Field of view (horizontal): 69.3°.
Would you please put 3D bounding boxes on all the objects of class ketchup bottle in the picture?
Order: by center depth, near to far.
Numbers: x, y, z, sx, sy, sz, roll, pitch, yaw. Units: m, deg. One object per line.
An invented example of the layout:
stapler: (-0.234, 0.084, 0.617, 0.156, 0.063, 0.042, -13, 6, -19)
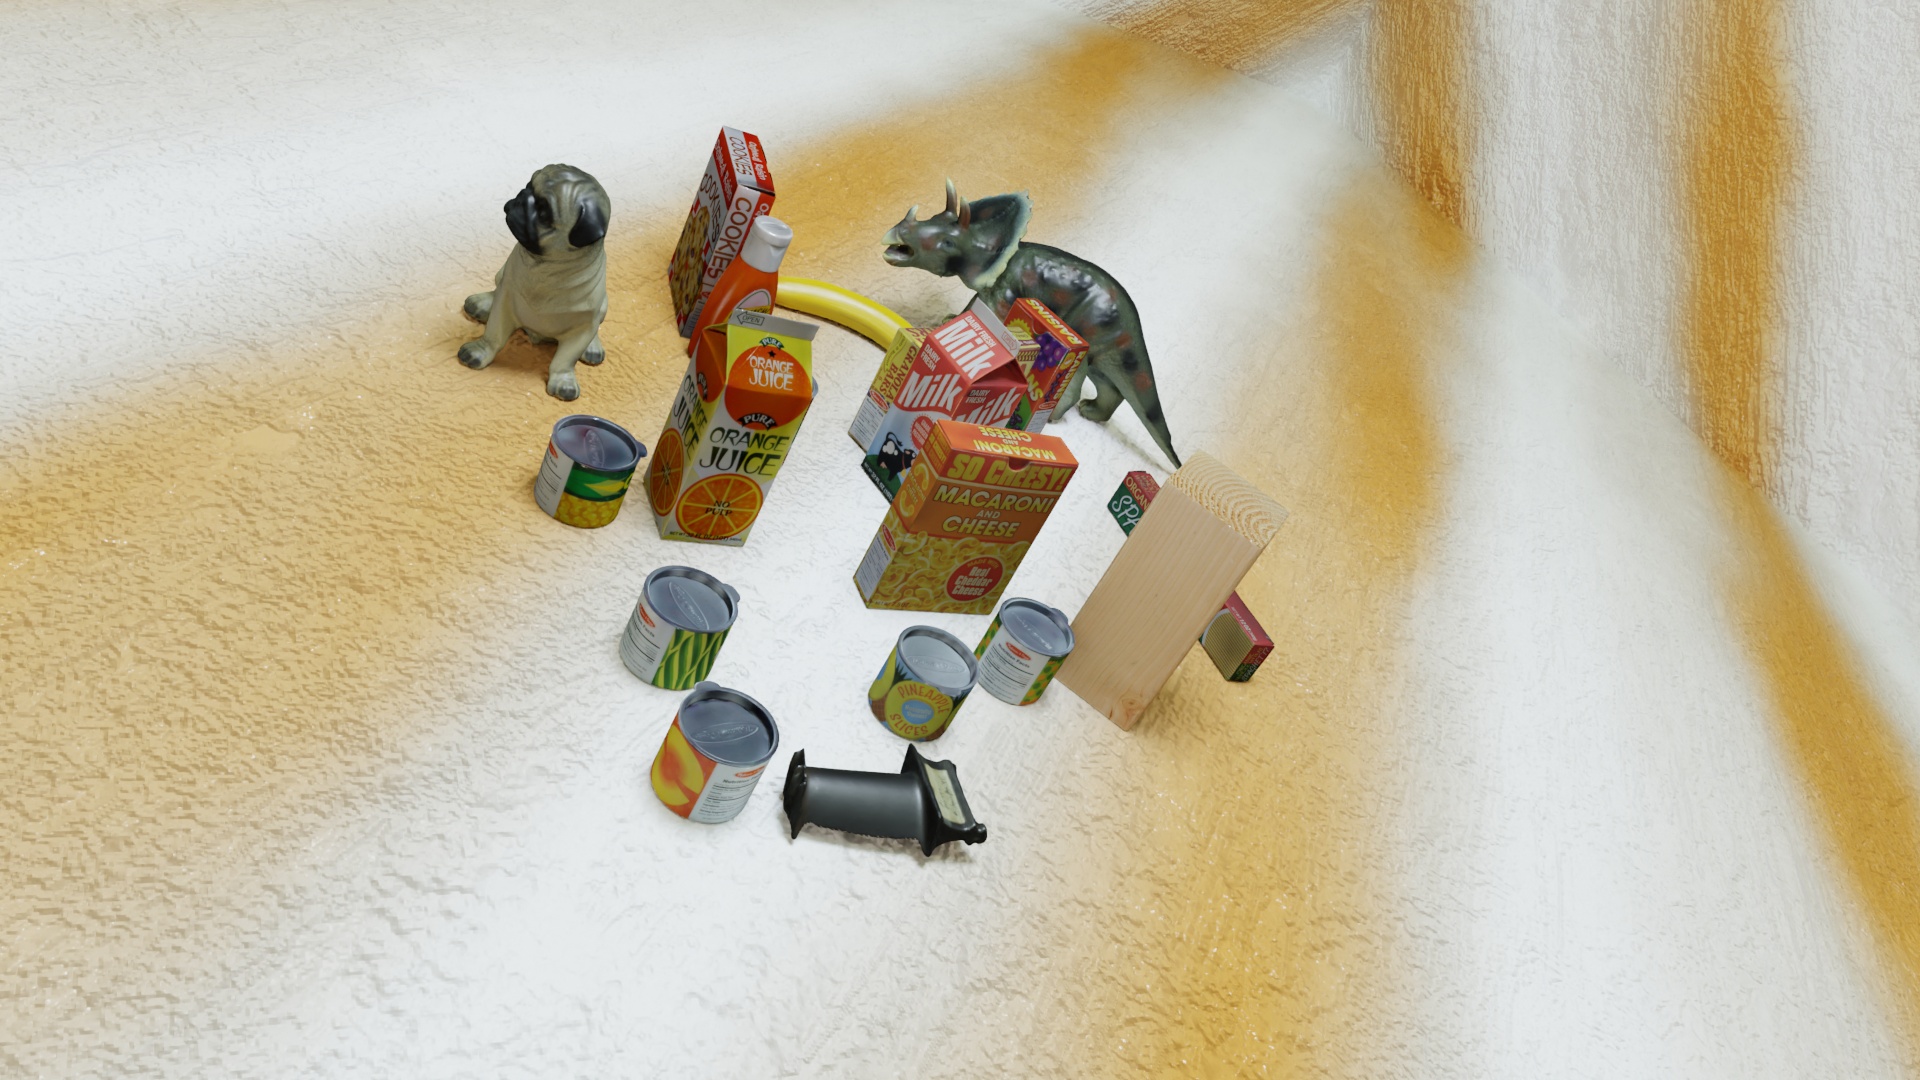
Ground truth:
ketchup bottle: (-0.196, -0.224, 1.265, 0.065, 0.148, 0.044, -4, 45, -42)

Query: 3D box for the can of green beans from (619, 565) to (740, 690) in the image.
can of green beans: (-0.193, 0.060, 0.951, 0.071, 0.057, 0.071, 21, 32, -14)

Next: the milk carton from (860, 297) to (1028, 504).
milk carton: (-0.007, -0.117, 1.226, 0.073, 0.189, 0.072, -5, 45, -43)

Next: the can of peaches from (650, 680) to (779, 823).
can of peaches: (-0.156, 0.134, 0.876, 0.071, 0.057, 0.071, 21, 32, -14)

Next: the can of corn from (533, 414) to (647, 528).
can of corn: (-0.278, -0.051, 1.041, 0.071, 0.058, 0.071, 21, 32, -14)

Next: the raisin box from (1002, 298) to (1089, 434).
raisin box: (0.068, -0.176, 1.434, 0.040, 0.122, 0.086, -12, 50, -48)

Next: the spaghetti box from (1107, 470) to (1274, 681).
spaghetti box: (0.215, 0.028, 1.332, 0.029, 0.050, 0.251, 5, 39, -34)

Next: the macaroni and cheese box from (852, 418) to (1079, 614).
macaroni and cheese box: (0.004, -0.014, 1.112, 0.124, 0.165, 0.040, 5, 39, -34)

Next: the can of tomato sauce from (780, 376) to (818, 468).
can of tomato sauce: (-0.169, -0.107, 1.185, 0.071, 0.082, 0.071, 21, 32, -14)

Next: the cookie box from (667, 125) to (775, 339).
cookie box: (-0.228, -0.289, 1.315, 0.040, 0.166, 0.123, 12, 36, -27)

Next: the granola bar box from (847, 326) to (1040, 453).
granola bar box: (-0.013, -0.143, 1.321, 0.166, 0.123, 0.039, -10, 49, -46)

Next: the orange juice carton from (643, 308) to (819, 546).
orange juice carton: (-0.172, -0.091, 1.055, 0.072, 0.191, 0.073, 7, 38, -33)

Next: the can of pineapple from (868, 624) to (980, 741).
can of pineapple: (-0.027, 0.106, 1.019, 0.071, 0.057, 0.071, 21, 32, -14)

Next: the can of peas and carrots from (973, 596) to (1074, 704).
can of peas and carrots: (0.050, 0.087, 1.108, 0.071, 0.058, 0.071, 21, 32, -14)
